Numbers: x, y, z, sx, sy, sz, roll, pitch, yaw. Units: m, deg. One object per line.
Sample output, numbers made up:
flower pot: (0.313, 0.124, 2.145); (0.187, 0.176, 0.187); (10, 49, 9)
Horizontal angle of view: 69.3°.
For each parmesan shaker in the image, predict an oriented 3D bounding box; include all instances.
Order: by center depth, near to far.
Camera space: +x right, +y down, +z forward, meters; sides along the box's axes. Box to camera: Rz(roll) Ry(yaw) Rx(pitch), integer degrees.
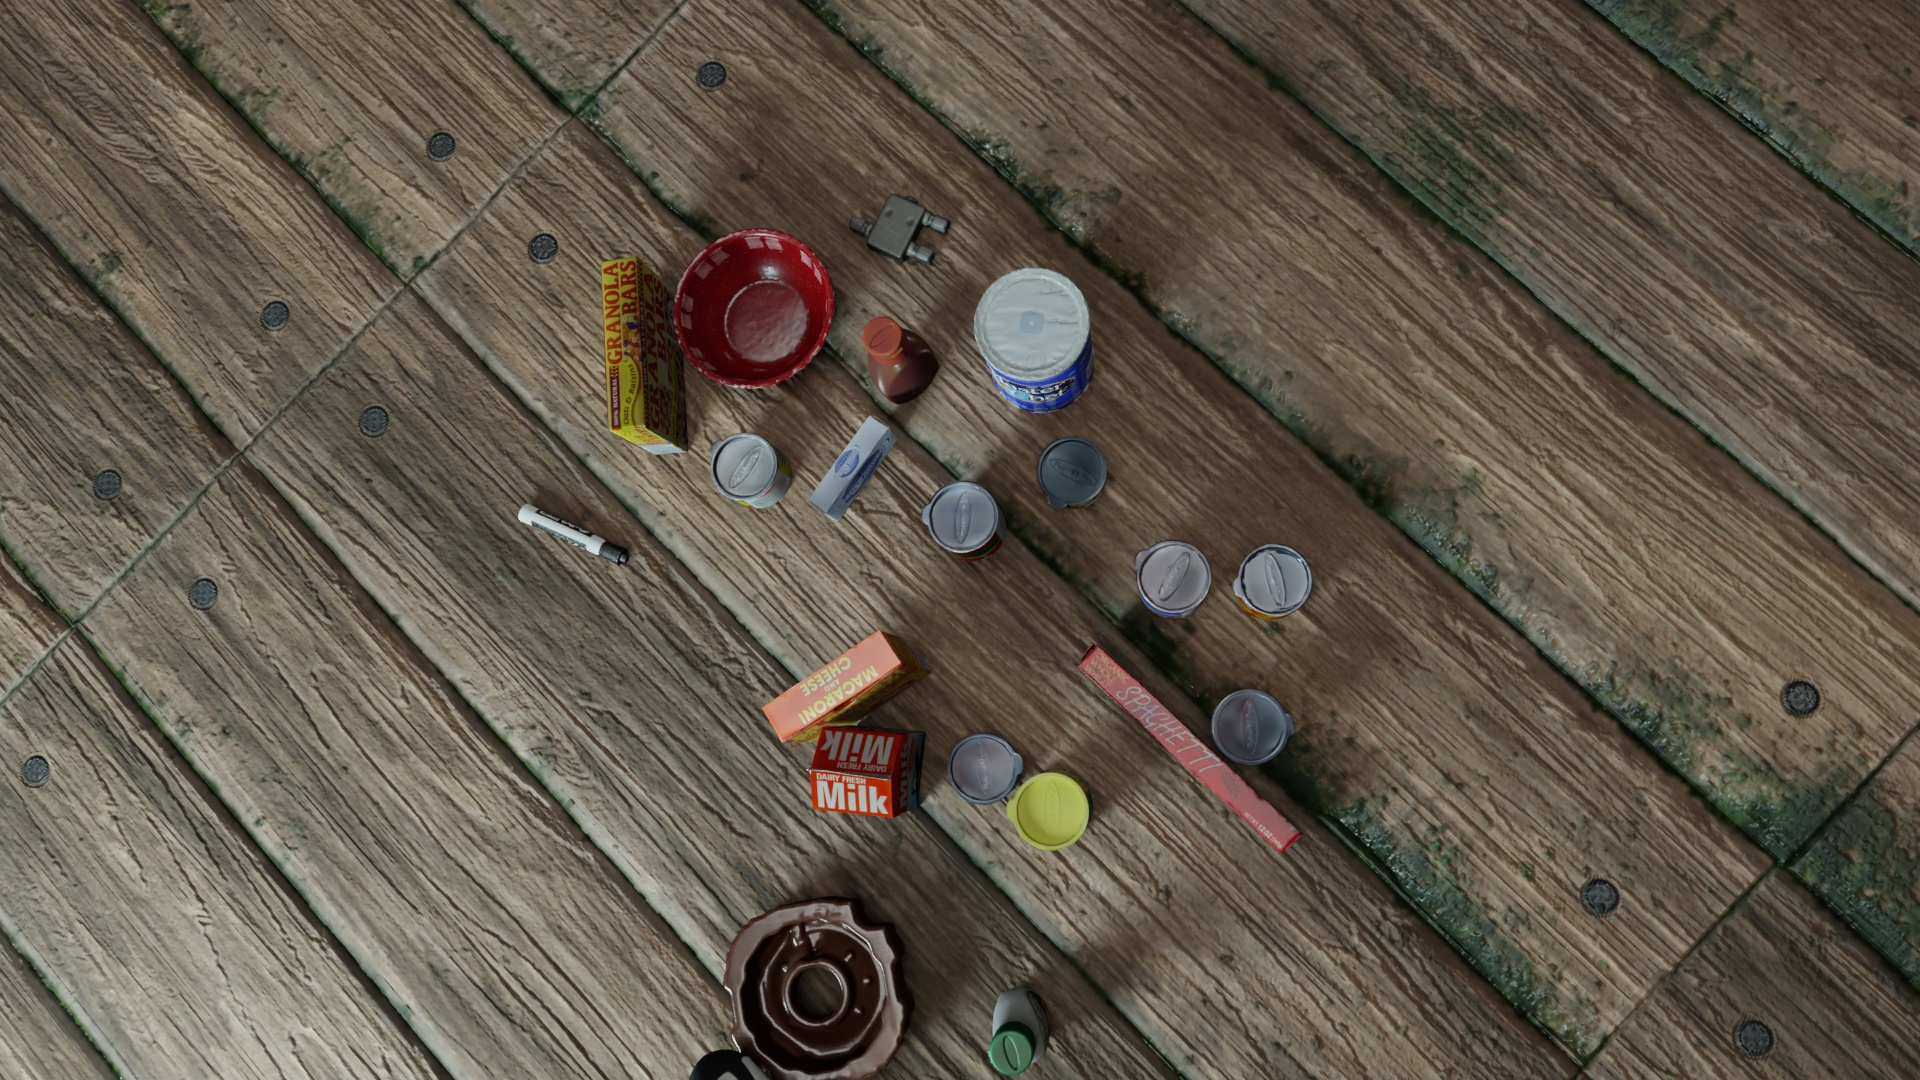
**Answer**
parmesan shaker: (0.082, 0.240, 1.247); (0.071, 0.103, 0.071); (-1, 82, 7)

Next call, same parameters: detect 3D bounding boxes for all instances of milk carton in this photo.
milk carton: (-0.081, 0.203, 1.228); (0.072, 0.190, 0.073); (5, 83, 8)

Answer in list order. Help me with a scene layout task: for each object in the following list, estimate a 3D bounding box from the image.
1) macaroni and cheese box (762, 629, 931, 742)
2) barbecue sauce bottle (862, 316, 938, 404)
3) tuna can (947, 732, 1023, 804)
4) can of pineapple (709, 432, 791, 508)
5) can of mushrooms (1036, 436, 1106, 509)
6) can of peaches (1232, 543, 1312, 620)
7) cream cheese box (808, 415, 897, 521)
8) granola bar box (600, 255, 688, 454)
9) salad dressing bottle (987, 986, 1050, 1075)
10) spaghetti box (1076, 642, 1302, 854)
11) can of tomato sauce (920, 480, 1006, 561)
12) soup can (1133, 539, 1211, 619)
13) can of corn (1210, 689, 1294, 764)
macaroni and cheese box: (-0.097, 0.134, 1.252); (0.124, 0.166, 0.040); (-34, 80, 2)
barbecue sauce bottle: (-0.060, -0.171, 1.300); (0.065, 0.148, 0.044); (-44, 80, 0)
tuna can: (0.025, 0.212, 1.294); (0.071, 0.033, 0.071); (-1, 82, 7)
can of pineapple: (-0.204, -0.069, 1.350); (0.071, 0.058, 0.071); (-1, 82, 7)
can of mushrooms: (0.105, -0.062, 1.322); (0.071, 0.033, 0.071); (-1, 82, 7)
can of peaches: (0.283, 0.039, 1.273); (0.071, 0.058, 0.071); (-1, 82, 7)
cream cheese box: (-0.103, -0.069, 1.339); (0.024, 0.053, 0.104); (35, 88, 10)
granola bar box: (-0.305, -0.175, 1.344); (0.039, 0.124, 0.165); (-6, 82, 7)
salad dressing bottle: (0.050, 0.427, 1.202); (0.044, 0.147, 0.064); (-18, 81, 5)
spaghetti box: (0.205, 0.187, 1.266); (0.250, 0.050, 0.028); (42, 89, 11)
can of tomato sauce: (0.005, -0.016, 1.303); (0.071, 0.083, 0.071); (-1, 82, 7)
soup can: (0.192, 0.036, 1.272); (0.071, 0.083, 0.071); (-1, 82, 7)
can of corn: (0.263, 0.169, 1.257); (0.071, 0.058, 0.071); (-1, 82, 7)
